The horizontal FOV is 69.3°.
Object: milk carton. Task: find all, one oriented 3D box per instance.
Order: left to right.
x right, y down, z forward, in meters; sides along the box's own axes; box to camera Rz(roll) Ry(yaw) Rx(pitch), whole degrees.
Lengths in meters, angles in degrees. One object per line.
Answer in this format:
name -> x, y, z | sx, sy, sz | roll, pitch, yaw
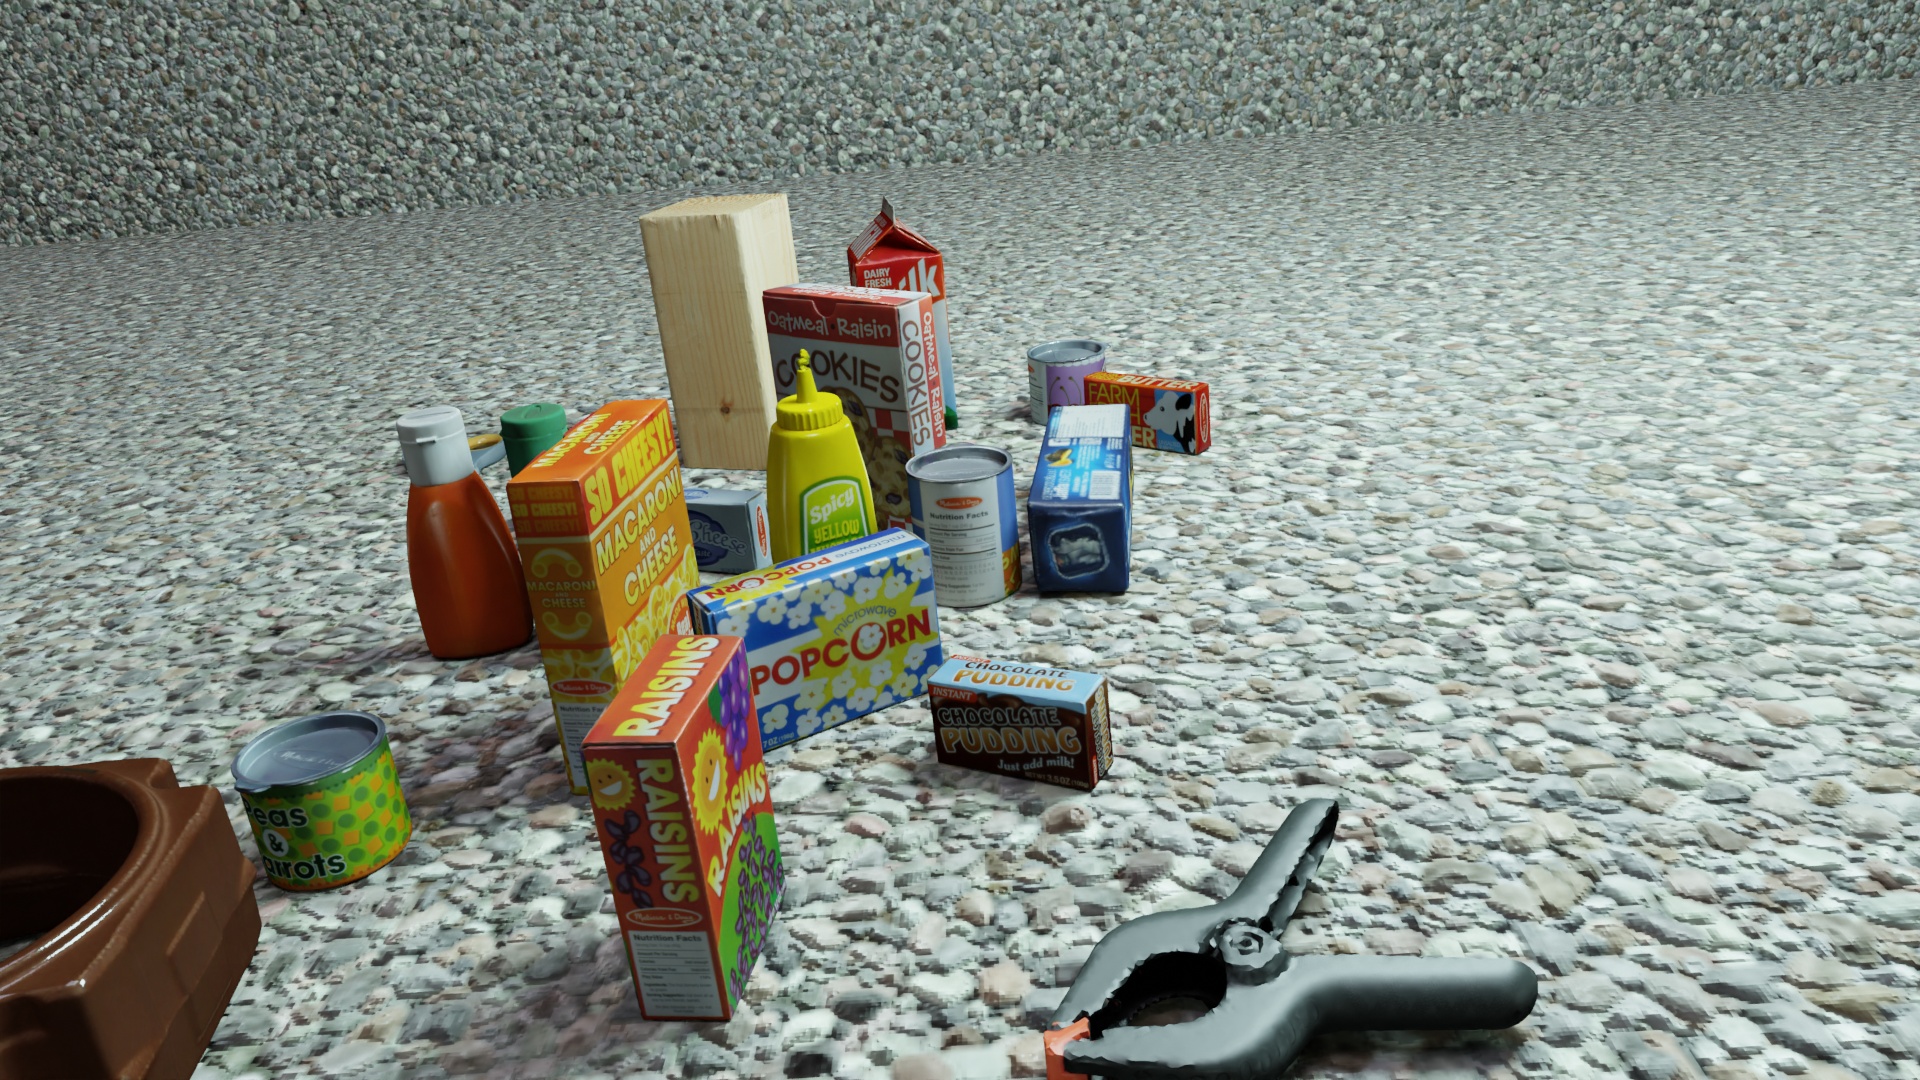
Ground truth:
milk carton -> -0.051, -0.188, 1.160 | 0.073, 0.189, 0.072 | -9, 22, -8

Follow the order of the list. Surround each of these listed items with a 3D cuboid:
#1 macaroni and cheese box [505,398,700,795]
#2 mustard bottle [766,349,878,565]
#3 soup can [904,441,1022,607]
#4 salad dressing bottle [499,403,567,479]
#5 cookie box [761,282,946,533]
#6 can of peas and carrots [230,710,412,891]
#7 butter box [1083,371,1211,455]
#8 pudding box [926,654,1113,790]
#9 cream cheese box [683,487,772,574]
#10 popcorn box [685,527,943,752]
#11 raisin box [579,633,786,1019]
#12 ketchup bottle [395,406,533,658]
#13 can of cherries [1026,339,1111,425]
macaroni and cheese box -> -0.173, 0.026, 0.706 | 0.040, 0.165, 0.124 | -2, 23, 10
mustard bottle -> -0.088, -0.037, 0.845 | 0.065, 0.159, 0.049 | -16, 24, -25
soup can -> 0.003, -0.011, 0.860 | 0.071, 0.083, 0.071 | -5, 22, 2
salad dressing bottle -> -0.239, -0.006, 0.822 | 0.044, 0.147, 0.064 | -8, 22, -5
cookie box -> -0.071, -0.090, 0.959 | 0.123, 0.166, 0.040 | 11, 28, 35
can of peas and carrots -> -0.296, 0.121, 0.645 | 0.071, 0.058, 0.071 | -5, 22, 2
butter box -> 0.144, -0.101, 1.084 | 0.103, 0.053, 0.024 | 12, 28, 37
pudding box -> 0.029, 0.086, 0.667 | 0.084, 0.049, 0.030 | 6, 25, 26
cream cheese box -> -0.179, -0.007, 0.933 | 0.104, 0.053, 0.024 | 4, 24, 21
popcorn box -> -0.073, 0.052, 0.726 | 0.127, 0.085, 0.038 | -18, 25, -27
raisin box -> -0.105, 0.110, 0.544 | 0.040, 0.123, 0.086 | -1, 23, 10
ketchup bottle -> -0.301, -0.004, 0.830 | 0.065, 0.148, 0.044 | -9, 22, -8
can of cherries -> 0.093, -0.133, 1.165 | 0.071, 0.058, 0.072 | -5, 22, 2
